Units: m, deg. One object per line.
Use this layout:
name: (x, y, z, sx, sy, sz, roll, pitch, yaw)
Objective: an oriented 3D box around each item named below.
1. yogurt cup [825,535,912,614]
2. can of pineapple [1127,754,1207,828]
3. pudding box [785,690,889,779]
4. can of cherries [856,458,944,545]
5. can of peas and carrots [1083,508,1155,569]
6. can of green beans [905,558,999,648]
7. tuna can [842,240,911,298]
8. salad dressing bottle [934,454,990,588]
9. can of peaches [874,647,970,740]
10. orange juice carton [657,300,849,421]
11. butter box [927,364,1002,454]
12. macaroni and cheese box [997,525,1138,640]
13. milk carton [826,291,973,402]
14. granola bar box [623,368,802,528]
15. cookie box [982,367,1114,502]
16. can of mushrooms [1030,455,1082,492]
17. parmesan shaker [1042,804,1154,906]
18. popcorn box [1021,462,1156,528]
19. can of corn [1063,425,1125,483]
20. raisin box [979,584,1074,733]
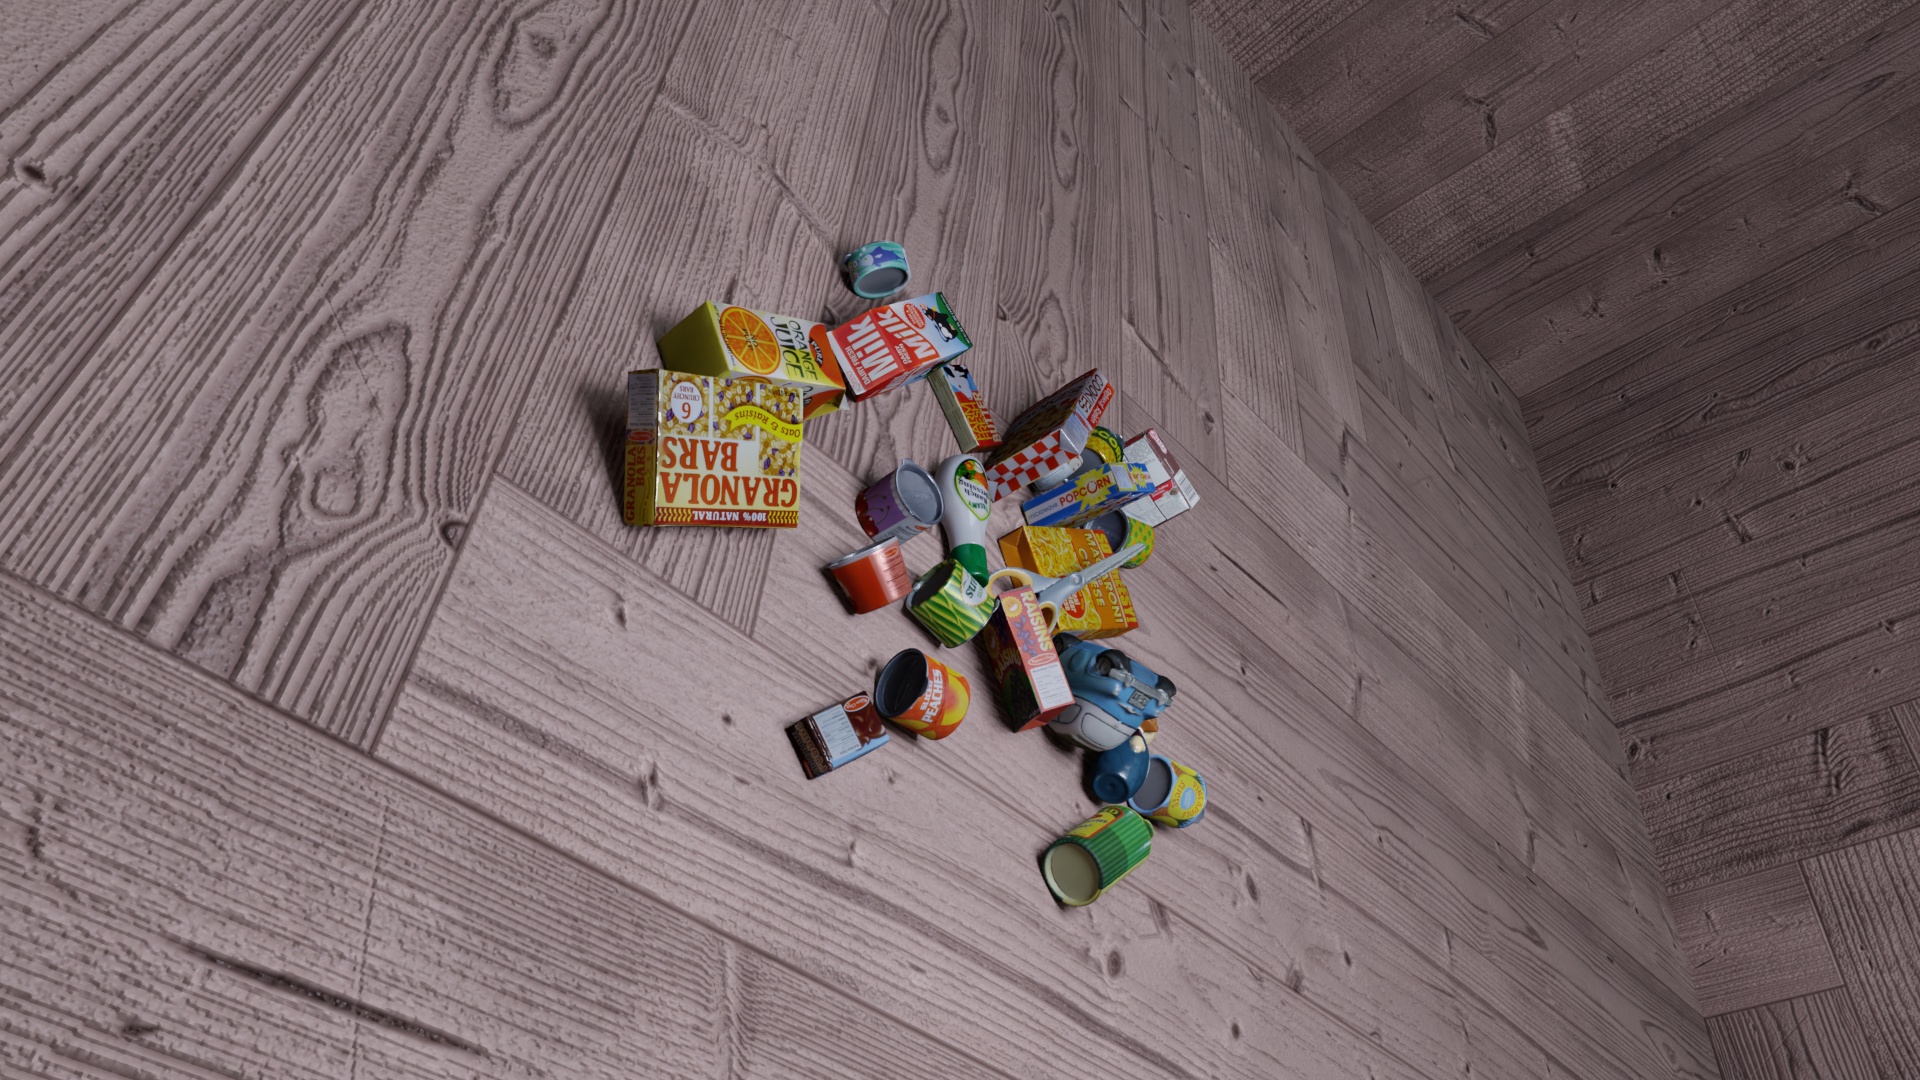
yogurt cup: (-0.079, 0.033, 1.259, 0.073, 0.072, 0.054, -30, 98, -57)
can of pineapple: (0.218, 0.265, 1.467, 0.058, 0.070, 0.071, 29, 44, -38)
pudding box: (-0.101, 0.162, 1.156, 0.084, 0.030, 0.049, -18, 78, -57)
can of cherries: (-0.059, -0.035, 1.344, 0.071, 0.058, 0.072, 32, 42, -34)
can of peas and carrots: (0.187, -0.001, 1.642, 0.059, 0.070, 0.071, 19, 50, -46)
can of green beans: (-0.010, 0.060, 1.327, 0.057, 0.071, 0.071, 47, 35, -19)
tuna can: (-0.090, -0.292, 1.499, 0.071, 0.071, 0.033, 9, 59, -50)
salad dressing bottle: (0.005, -0.018, 1.428, 0.064, 0.044, 0.148, 26, 45, -39)
can of peaches: (-0.032, 0.137, 1.232, 0.058, 0.071, 0.071, 34, 40, -36)
orange juice carton: (-0.174, -0.158, 1.272, 0.193, 0.073, 0.072, 1, 63, -53)
butter box: (0.005, -0.146, 1.548, 0.053, 0.024, 0.103, -12, 74, -55)
macaroni and cheese box: (0.123, 0.048, 1.538, 0.167, 0.040, 0.124, 2, 64, -52)
milk carton: (-0.073, -0.199, 1.440, 0.072, 0.073, 0.191, 60, 33, 0)
granola bar box: (-0.201, -0.072, 1.154, 0.166, 0.039, 0.124, 1, 92, -53)
cookie box: (0.097, -0.121, 1.560, 0.040, 0.122, 0.168, 52, 33, -13)
can of mushrooms: (0.106, -0.088, 1.599, 0.033, 0.071, 0.071, 54, 33, -11)
parmesan shaker: (0.132, 0.298, 1.323, 0.103, 0.071, 0.071, -14, 77, -56)
popcorn box: (0.143, -0.047, 1.561, 0.085, 0.126, 0.038, -3, 71, -54)
can of corn: (0.159, -0.098, 1.674, 0.071, 0.071, 0.058, 54, 34, -9)
raisin box: (0.062, 0.116, 1.356, 0.040, 0.085, 0.123, -14, 73, -20)
